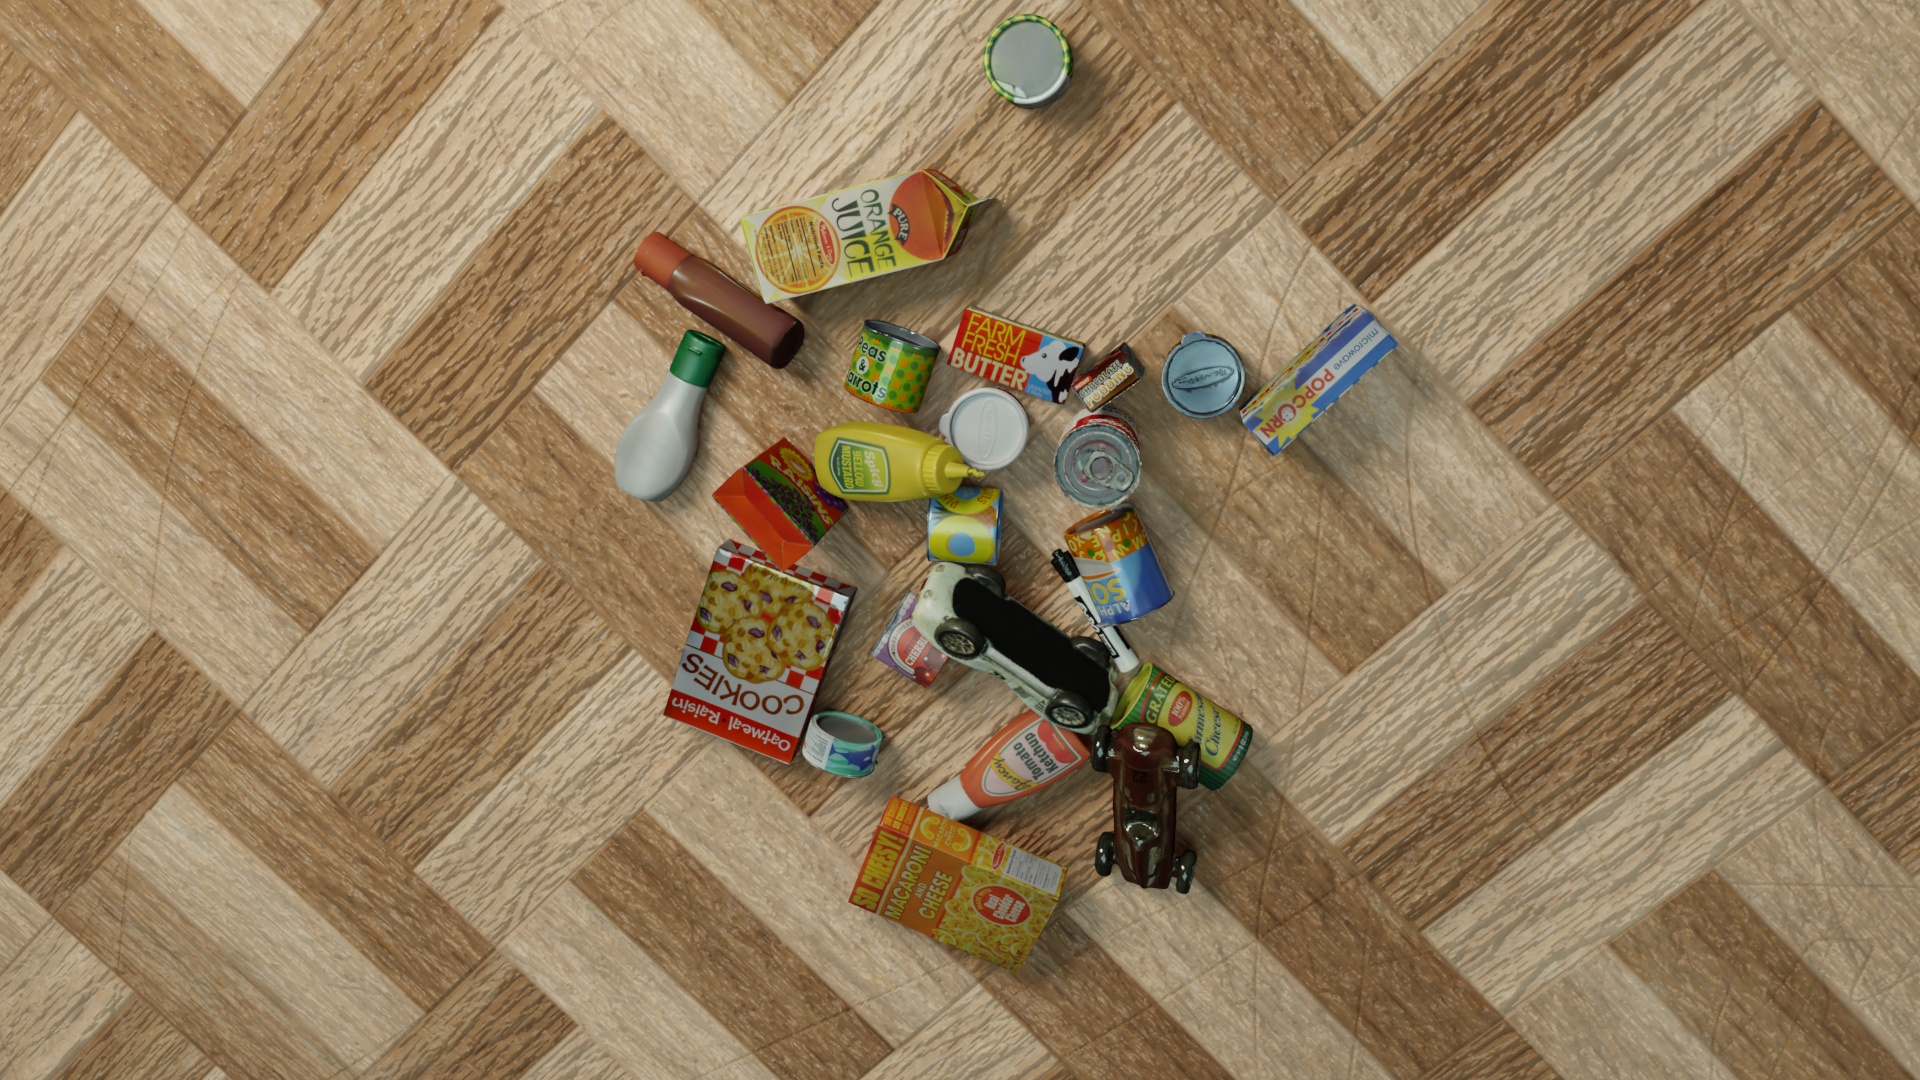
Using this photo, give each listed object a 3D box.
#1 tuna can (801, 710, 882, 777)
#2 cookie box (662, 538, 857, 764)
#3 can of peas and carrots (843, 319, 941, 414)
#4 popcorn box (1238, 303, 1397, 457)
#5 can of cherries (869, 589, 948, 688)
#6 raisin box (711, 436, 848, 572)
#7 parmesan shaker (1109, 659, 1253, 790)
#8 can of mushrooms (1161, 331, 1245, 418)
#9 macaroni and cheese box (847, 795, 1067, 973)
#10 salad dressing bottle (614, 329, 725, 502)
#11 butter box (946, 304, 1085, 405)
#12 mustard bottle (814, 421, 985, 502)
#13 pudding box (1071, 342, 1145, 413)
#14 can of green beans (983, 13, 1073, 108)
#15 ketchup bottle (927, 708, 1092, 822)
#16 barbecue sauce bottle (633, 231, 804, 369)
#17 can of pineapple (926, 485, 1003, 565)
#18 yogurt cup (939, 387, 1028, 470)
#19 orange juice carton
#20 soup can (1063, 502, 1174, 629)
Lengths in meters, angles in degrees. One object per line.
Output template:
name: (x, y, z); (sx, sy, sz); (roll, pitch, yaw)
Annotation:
tuna can: (-0.101, 0.178, 1.220); (0.071, 0.071, 0.032); (18, 105, 3)
cookie box: (-0.177, 0.098, 1.223); (0.123, 0.040, 0.167); (21, 104, 2)
can of peas and carrots: (-0.058, -0.142, 1.133); (0.071, 0.071, 0.058); (20, 106, 2)
popcorn box: (0.277, -0.127, 1.086); (0.038, 0.085, 0.126); (45, 105, -4)
can of cherries: (-0.037, 0.085, 1.185); (0.058, 0.072, 0.071); (32, 106, -1)
raisin box: (-0.145, -0.033, 1.143); (0.040, 0.124, 0.086); (-41, 96, 16)
parmesan shaker: (0.188, 0.156, 1.178); (0.103, 0.071, 0.071); (32, 106, -2)
can of mushrooms: (0.195, -0.136, 1.121); (0.071, 0.033, 0.071); (2, 104, 8)
macaroni and cheese box: (-0.004, 0.305, 1.230); (0.166, 0.040, 0.123); (23, 129, 2)
salad dressing bottle: (-0.245, -0.106, 1.181); (0.064, 0.044, 0.147); (28, 104, 2)
butter box: (0.046, -0.153, 1.141); (0.103, 0.024, 0.053); (19, 105, 2)
mustard bottle: (-0.048, -0.062, 1.129); (0.160, 0.049, 0.065); (7, 109, 37)
pudding box: (0.118, -0.130, 1.107); (0.049, 0.084, 0.030); (-36, 94, 15)
can of green beans: (0.053, -0.368, 1.070); (0.071, 0.058, 0.071); (2, 104, 7)
ketchup bottle: (0.040, 0.200, 1.218); (0.148, 0.044, 0.064); (-35, 95, 14)
barbecue sauce bottle: (-0.200, -0.200, 1.144); (0.148, 0.064, 0.044); (34, 81, 7)
can of pineapple: (0.004, -0.015, 1.158); (0.058, 0.071, 0.070); (4, 104, 6)
yogurt cup: (0.024, -0.095, 1.142); (0.072, 0.054, 0.072); (2, 104, 7)
orange juice carton: (-0.068, -0.248, 1.108); (0.192, 0.072, 0.073); (-12, 102, 10)
soup can: (0.129, 0.021, 1.149); (0.071, 0.071, 0.083); (-23, 99, 12)
